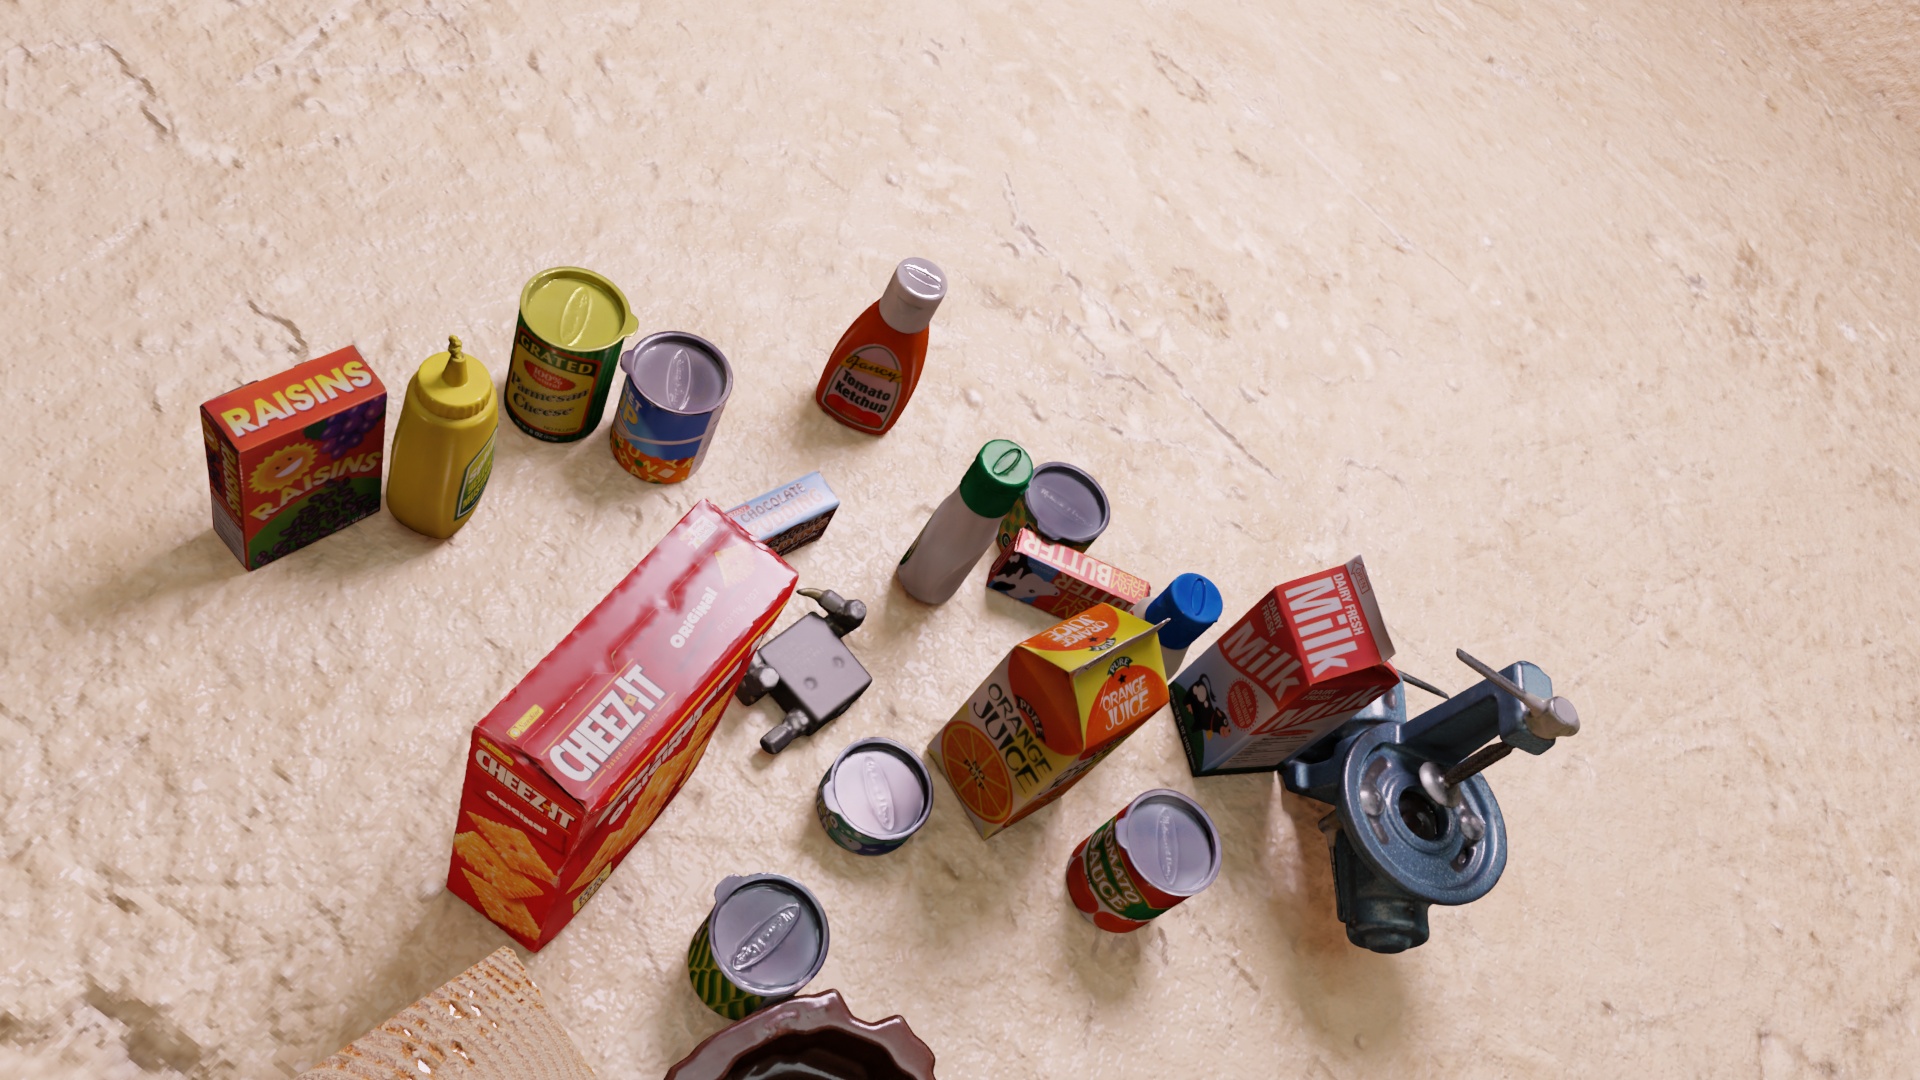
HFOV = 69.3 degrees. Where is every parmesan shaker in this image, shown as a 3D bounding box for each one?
[{"bbox_3d":[-0.250,-0.115,0.887,0.071,0.102,0.071,12,55,-18],"label":"parmesan shaker"}]

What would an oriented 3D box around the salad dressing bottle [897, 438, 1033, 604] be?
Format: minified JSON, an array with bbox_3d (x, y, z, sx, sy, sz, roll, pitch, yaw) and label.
[{"bbox_3d":[0.003,-0.011,0.907,0.044,0.147,0.064,42,52,5],"label":"salad dressing bottle"}]

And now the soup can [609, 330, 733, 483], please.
[{"bbox_3d":[-0.193,-0.086,0.907,0.071,0.083,0.072,12,55,-18],"label":"soup can"}]

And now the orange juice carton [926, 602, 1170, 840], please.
[{"bbox_3d":[0.057,0.102,0.828,0.072,0.191,0.073,-22,71,-34],"label":"orange juice carton"}]

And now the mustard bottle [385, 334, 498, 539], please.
[{"bbox_3d":[-0.294,-0.063,0.796,0.049,0.159,0.066,25,52,-8],"label":"mustard bottle"}]

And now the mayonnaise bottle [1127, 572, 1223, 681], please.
[{"bbox_3d":[0.119,0.071,0.906,0.041,0.147,0.065,22,53,-10],"label":"mayonnaise bottle"}]

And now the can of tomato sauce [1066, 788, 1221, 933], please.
[{"bbox_3d":[0.110,0.200,0.859,0.071,0.082,0.071,12,55,-18],"label":"can of tomato sauce"}]

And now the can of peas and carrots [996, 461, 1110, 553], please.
[{"bbox_3d":[0.064,-0.012,0.991,0.071,0.058,0.071,12,55,-17],"label":"can of peas and carrots"}]

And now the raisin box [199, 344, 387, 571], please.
[{"bbox_3d":[-0.369,-0.045,0.774,0.086,0.122,0.040,-33,77,-36],"label":"raisin box"}]

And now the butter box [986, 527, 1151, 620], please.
[{"bbox_3d":[0.076,0.031,0.972,0.103,0.053,0.024,23,53,-9],"label":"butter box"}]

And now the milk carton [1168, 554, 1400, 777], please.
[{"bbox_3d":[0.219,0.086,0.915,0.073,0.189,0.072,1,59,-24],"label":"milk carton"}]

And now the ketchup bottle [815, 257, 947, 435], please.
[{"bbox_3d":[-0.051,-0.135,0.962,0.065,0.148,0.044,26,52,-7],"label":"ketchup bottle"}]

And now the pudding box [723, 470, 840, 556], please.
[{"bbox_3d":[-0.124,-0.009,0.909,0.084,0.049,0.030,-27,73,-35],"label":"pudding box"}]

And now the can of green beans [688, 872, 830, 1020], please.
[{"bbox_3d":[-0.111,0.222,0.759,0.071,0.057,0.071,12,55,-17],"label":"can of green beans"}]

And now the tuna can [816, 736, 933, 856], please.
[{"bbox_3d":[-0.055,0.156,0.844,0.071,0.032,0.071,12,55,-17],"label":"tuna can"}]
